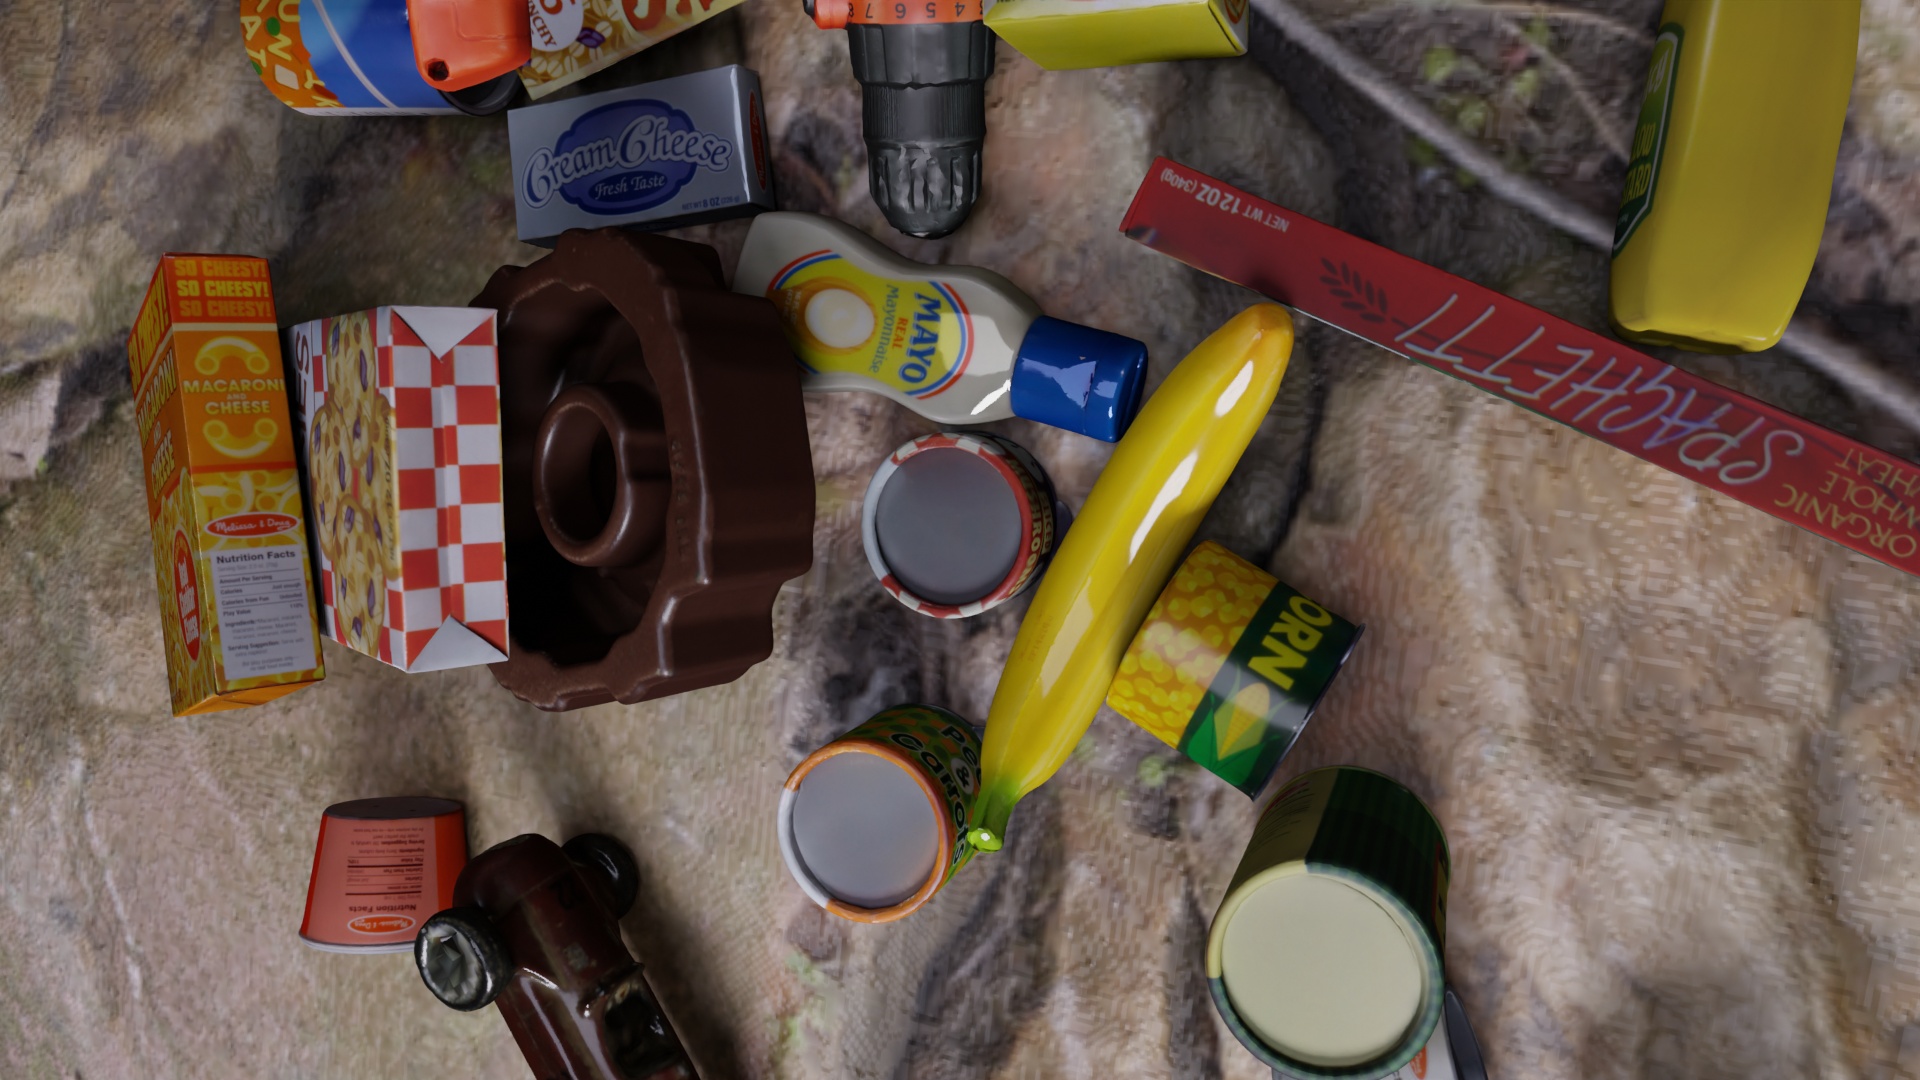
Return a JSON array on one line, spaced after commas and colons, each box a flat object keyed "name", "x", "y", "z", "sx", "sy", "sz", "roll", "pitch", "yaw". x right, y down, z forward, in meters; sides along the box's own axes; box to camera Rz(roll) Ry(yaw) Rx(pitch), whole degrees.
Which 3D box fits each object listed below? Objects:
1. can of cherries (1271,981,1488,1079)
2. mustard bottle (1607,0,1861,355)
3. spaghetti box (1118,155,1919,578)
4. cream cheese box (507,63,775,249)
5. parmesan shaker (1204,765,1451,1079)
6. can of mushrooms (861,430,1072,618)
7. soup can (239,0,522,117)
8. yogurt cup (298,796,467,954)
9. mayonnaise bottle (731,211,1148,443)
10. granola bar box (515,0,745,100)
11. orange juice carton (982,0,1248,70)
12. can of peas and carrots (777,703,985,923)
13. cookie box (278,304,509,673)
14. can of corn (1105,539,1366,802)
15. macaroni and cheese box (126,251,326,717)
[{"name": "can of cherries", "x": 0.140, "y": 0.184, "z": 0.450, "sx": 0.058, "sy": 0.071, "sz": 0.071, "roll": -19, "pitch": 89, "yaw": 21}, {"name": "mustard bottle", "x": 0.222, "y": -0.135, "z": 0.393, "sx": 0.049, "sy": 0.065, "sz": 0.160, "roll": 10, "pitch": 93, "yaw": 13}, {"name": "spaghetti box", "x": 0.170, "y": -0.057, "z": 0.424, "sx": 0.250, "sy": 0.050, "sz": 0.028, "roll": 27, "pitch": 105, "yaw": 15}, {"name": "cream cheese box", "x": -0.123, "y": -0.146, "z": 0.534, "sx": 0.104, "sy": 0.024, "sz": 0.053, "roll": -5, "pitch": 92, "yaw": 20}, {"name": "parmesan shaker", "x": 0.115, "y": 0.118, "z": 0.431, "sx": 0.071, "sy": 0.103, "sz": 0.071, "roll": 2, "pitch": 97, "yaw": 19}, {"name": "can of mushrooms", "x": 0.002, "y": -0.006, "z": 0.497, "sx": 0.071, "sy": 0.033, "sz": 0.071, "roll": 2, "pitch": 95, "yaw": 20}, {"name": "soup can", "x": -0.224, "y": -0.202, "z": 0.541, "sx": 0.084, "sy": 0.071, "sz": 0.071, "roll": 6, "pitch": 97, "yaw": 19}, {"name": "yogurt cup", "x": -0.239, "y": 0.138, "z": 0.582, "sx": 0.072, "sy": 0.072, "sz": 0.054, "roll": 1, "pitch": 88, "yaw": 20}, {"name": "mayonnaise bottle", "x": -0.009, "y": -0.071, "z": 0.491, "sx": 0.148, "sy": 0.041, "sz": 0.064, "roll": 18, "pitch": 102, "yaw": 18}, {"name": "granola bar box", "x": -0.137, "y": -0.256, "z": 0.483, "sx": 0.124, "sy": 0.039, "sz": 0.165, "roll": -17, "pitch": 117, "yaw": 20}, {"name": "orange juice carton", "x": 0.051, "y": -0.253, "z": 0.435, "sx": 0.072, "sy": 0.073, "sz": 0.192, "roll": 2, "pitch": 95, "yaw": 20}, {"name": "can of peas and carrots", "x": -0.023, "y": 0.096, "z": 0.502, "sx": 0.071, "sy": 0.059, "sz": 0.071, "roll": 2, "pitch": 97, "yaw": 19}, {"name": "cookie box", "x": -0.222, "y": -0.023, "z": 0.531, "sx": 0.167, "sy": 0.040, "sz": 0.122, "roll": 5, "pitch": 98, "yaw": 51}, {"name": "can of corn", "x": 0.089, "y": 0.040, "z": 0.452, "sx": 0.058, "sy": 0.071, "sz": 0.071, "roll": 32, "pitch": 105, "yaw": 15}, {"name": "macaroni and cheese box", "x": -0.300, "y": -0.017, "z": 0.564, "sx": 0.123, "sy": 0.040, "sz": 0.166, "roll": -17, "pitch": 81, "yaw": 52}]
